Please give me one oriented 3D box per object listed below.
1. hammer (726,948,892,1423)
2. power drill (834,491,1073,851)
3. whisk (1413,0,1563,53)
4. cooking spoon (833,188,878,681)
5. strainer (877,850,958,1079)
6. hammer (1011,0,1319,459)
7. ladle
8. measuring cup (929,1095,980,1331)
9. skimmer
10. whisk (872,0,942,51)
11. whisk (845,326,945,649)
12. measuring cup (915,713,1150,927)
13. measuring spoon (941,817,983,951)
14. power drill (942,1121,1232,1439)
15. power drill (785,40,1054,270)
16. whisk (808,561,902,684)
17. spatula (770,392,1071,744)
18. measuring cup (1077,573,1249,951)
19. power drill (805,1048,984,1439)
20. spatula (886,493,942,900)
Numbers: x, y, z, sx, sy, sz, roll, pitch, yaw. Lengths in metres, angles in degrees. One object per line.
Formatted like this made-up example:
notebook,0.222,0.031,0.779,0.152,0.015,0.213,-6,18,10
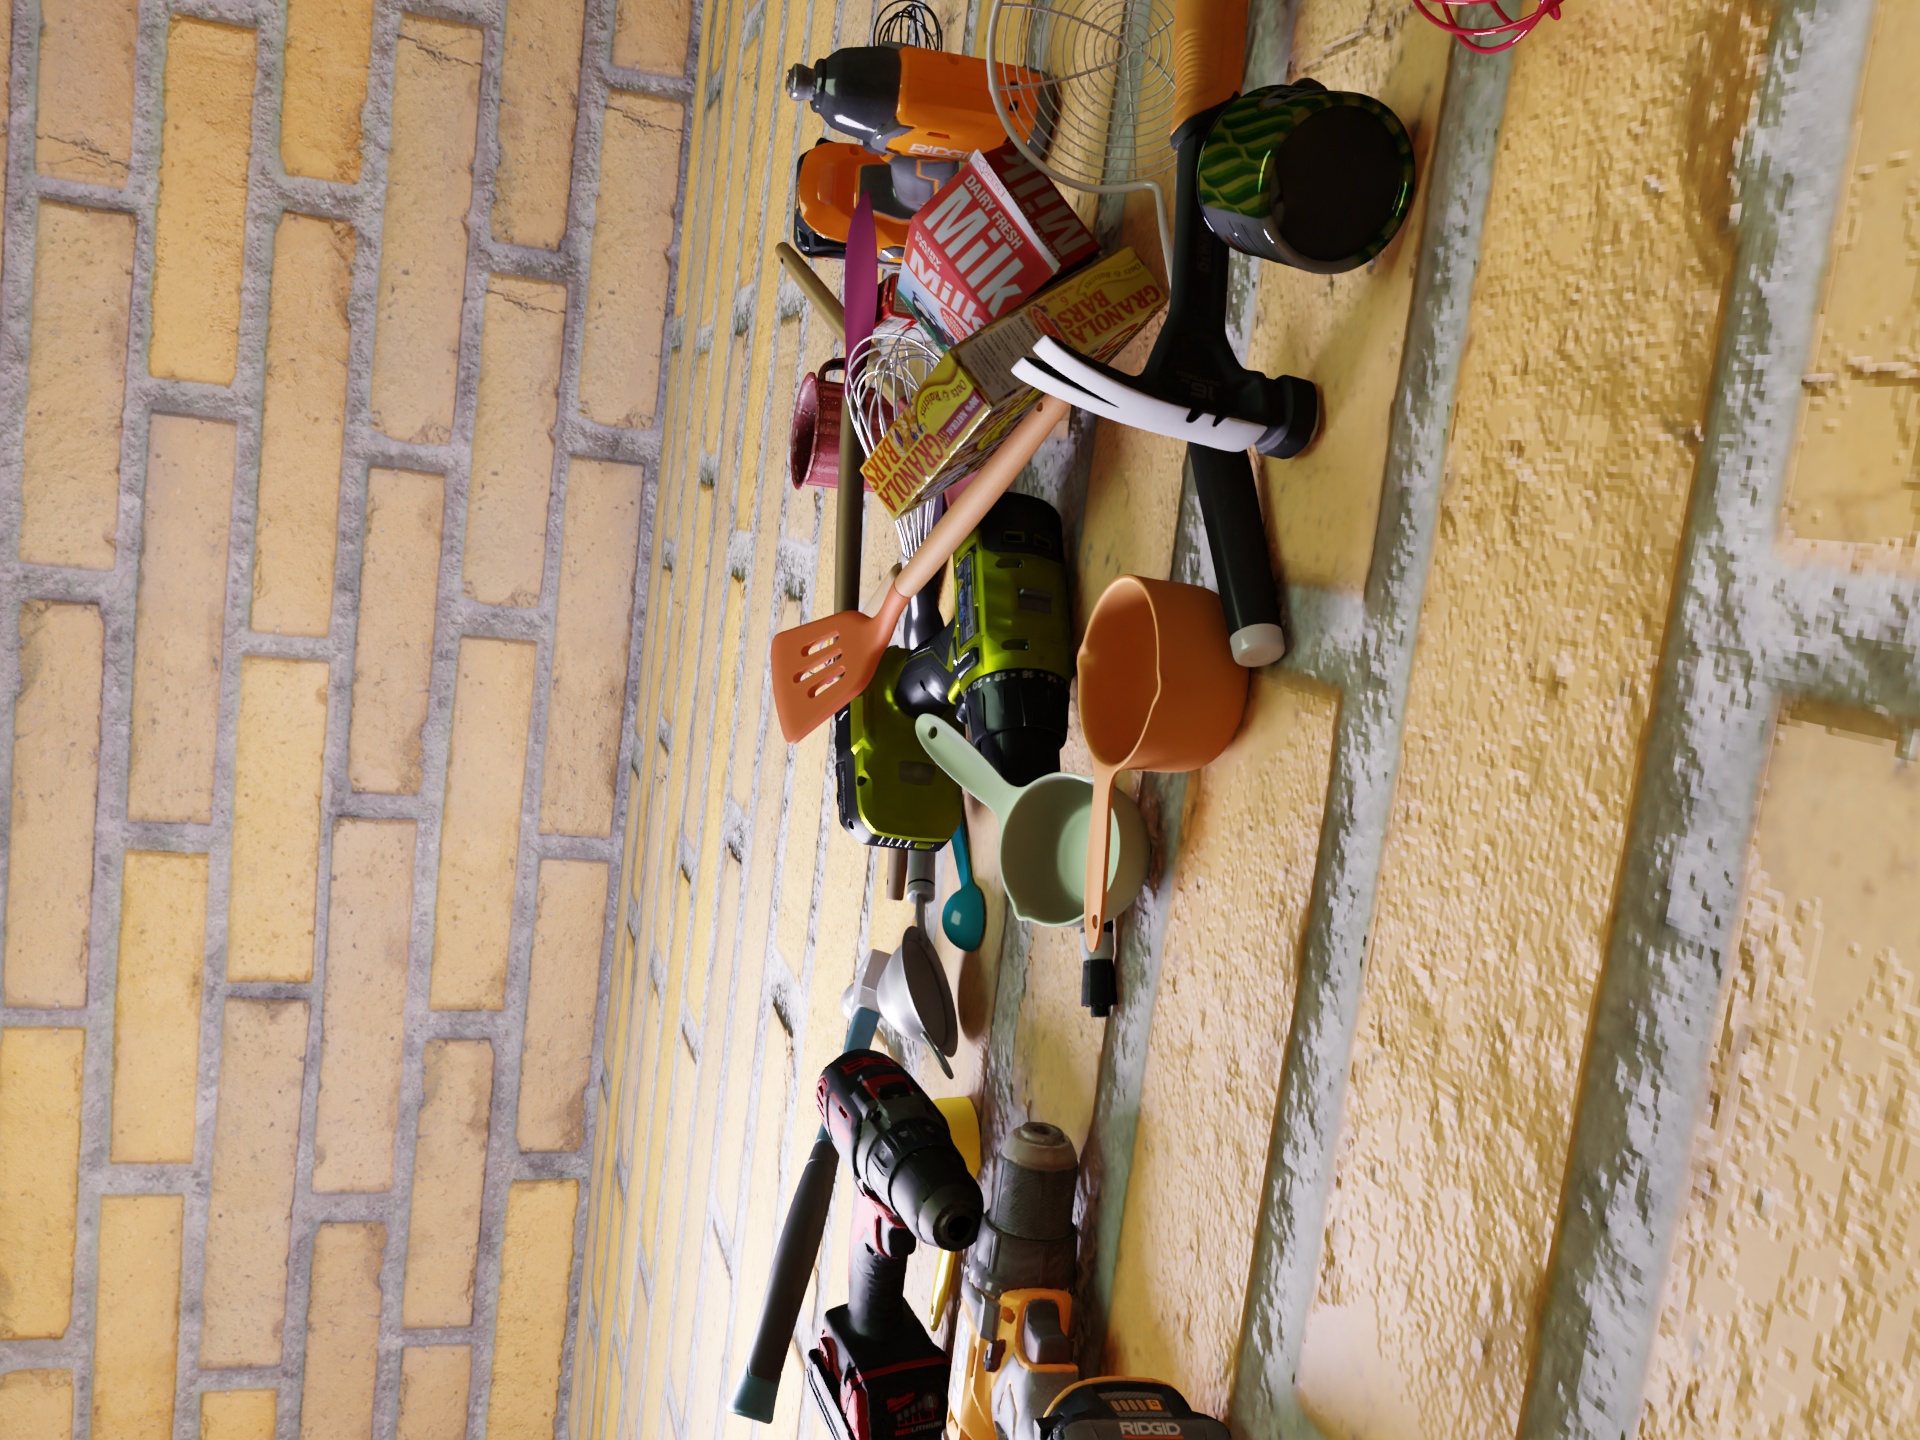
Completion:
hammer,-0.094,0.303,1.074,0.128,0.033,0.331,119,170,-54
power drill,-0.002,-0.003,0.955,0.228,0.080,0.191,136,136,-56
whisk,0.167,-0.327,0.567,0.073,0.073,0.296,115,159,-46
cooking spoon,-0.070,-0.183,1.025,0.069,0.017,0.319,170,102,-73
strainer,-0.027,0.121,1.049,0.086,0.050,0.259,57,-155,-46
hammer,0.100,-0.281,0.687,0.034,0.127,0.337,148,130,-66
ladle,-0.052,-0.232,1.088,0.316,0.031,0.069,55,148,28
measuring cup,-0.017,0.313,1.003,0.062,0.029,0.156,-149,67,-70
skimmer,0.088,-0.200,0.714,0.127,0.090,0.364,-20,64,28
whisk,-0.039,-0.446,1.234,0.055,0.055,0.239,156,114,-69
whisk,-0.028,-0.128,1.024,0.284,0.070,0.070,85,174,-48
measuring cup,0.034,0.043,0.819,0.168,0.038,0.083,41,109,42
measuring spoon,-0.007,0.093,1.041,0.042,0.021,0.129,114,153,-46
power drill,0.049,0.307,0.739,0.226,0.084,0.185,-156,73,-75
power drill,-0.050,-0.378,1.062,0.226,0.164,0.084,166,107,-73
whisk,-0.076,-0.073,1.239,0.245,0.051,0.047,136,143,-67
spatula,-0.029,-0.090,0.910,0.322,0.041,0.081,-45,48,49
measuring cup,0.089,0.022,0.724,0.095,0.052,0.173,-150,64,-70
power drill,-0.034,0.325,0.929,0.188,0.080,0.226,-153,61,-66
spatula,-0.033,-0.026,1.155,0.060,0.018,0.316,-173,88,-74
